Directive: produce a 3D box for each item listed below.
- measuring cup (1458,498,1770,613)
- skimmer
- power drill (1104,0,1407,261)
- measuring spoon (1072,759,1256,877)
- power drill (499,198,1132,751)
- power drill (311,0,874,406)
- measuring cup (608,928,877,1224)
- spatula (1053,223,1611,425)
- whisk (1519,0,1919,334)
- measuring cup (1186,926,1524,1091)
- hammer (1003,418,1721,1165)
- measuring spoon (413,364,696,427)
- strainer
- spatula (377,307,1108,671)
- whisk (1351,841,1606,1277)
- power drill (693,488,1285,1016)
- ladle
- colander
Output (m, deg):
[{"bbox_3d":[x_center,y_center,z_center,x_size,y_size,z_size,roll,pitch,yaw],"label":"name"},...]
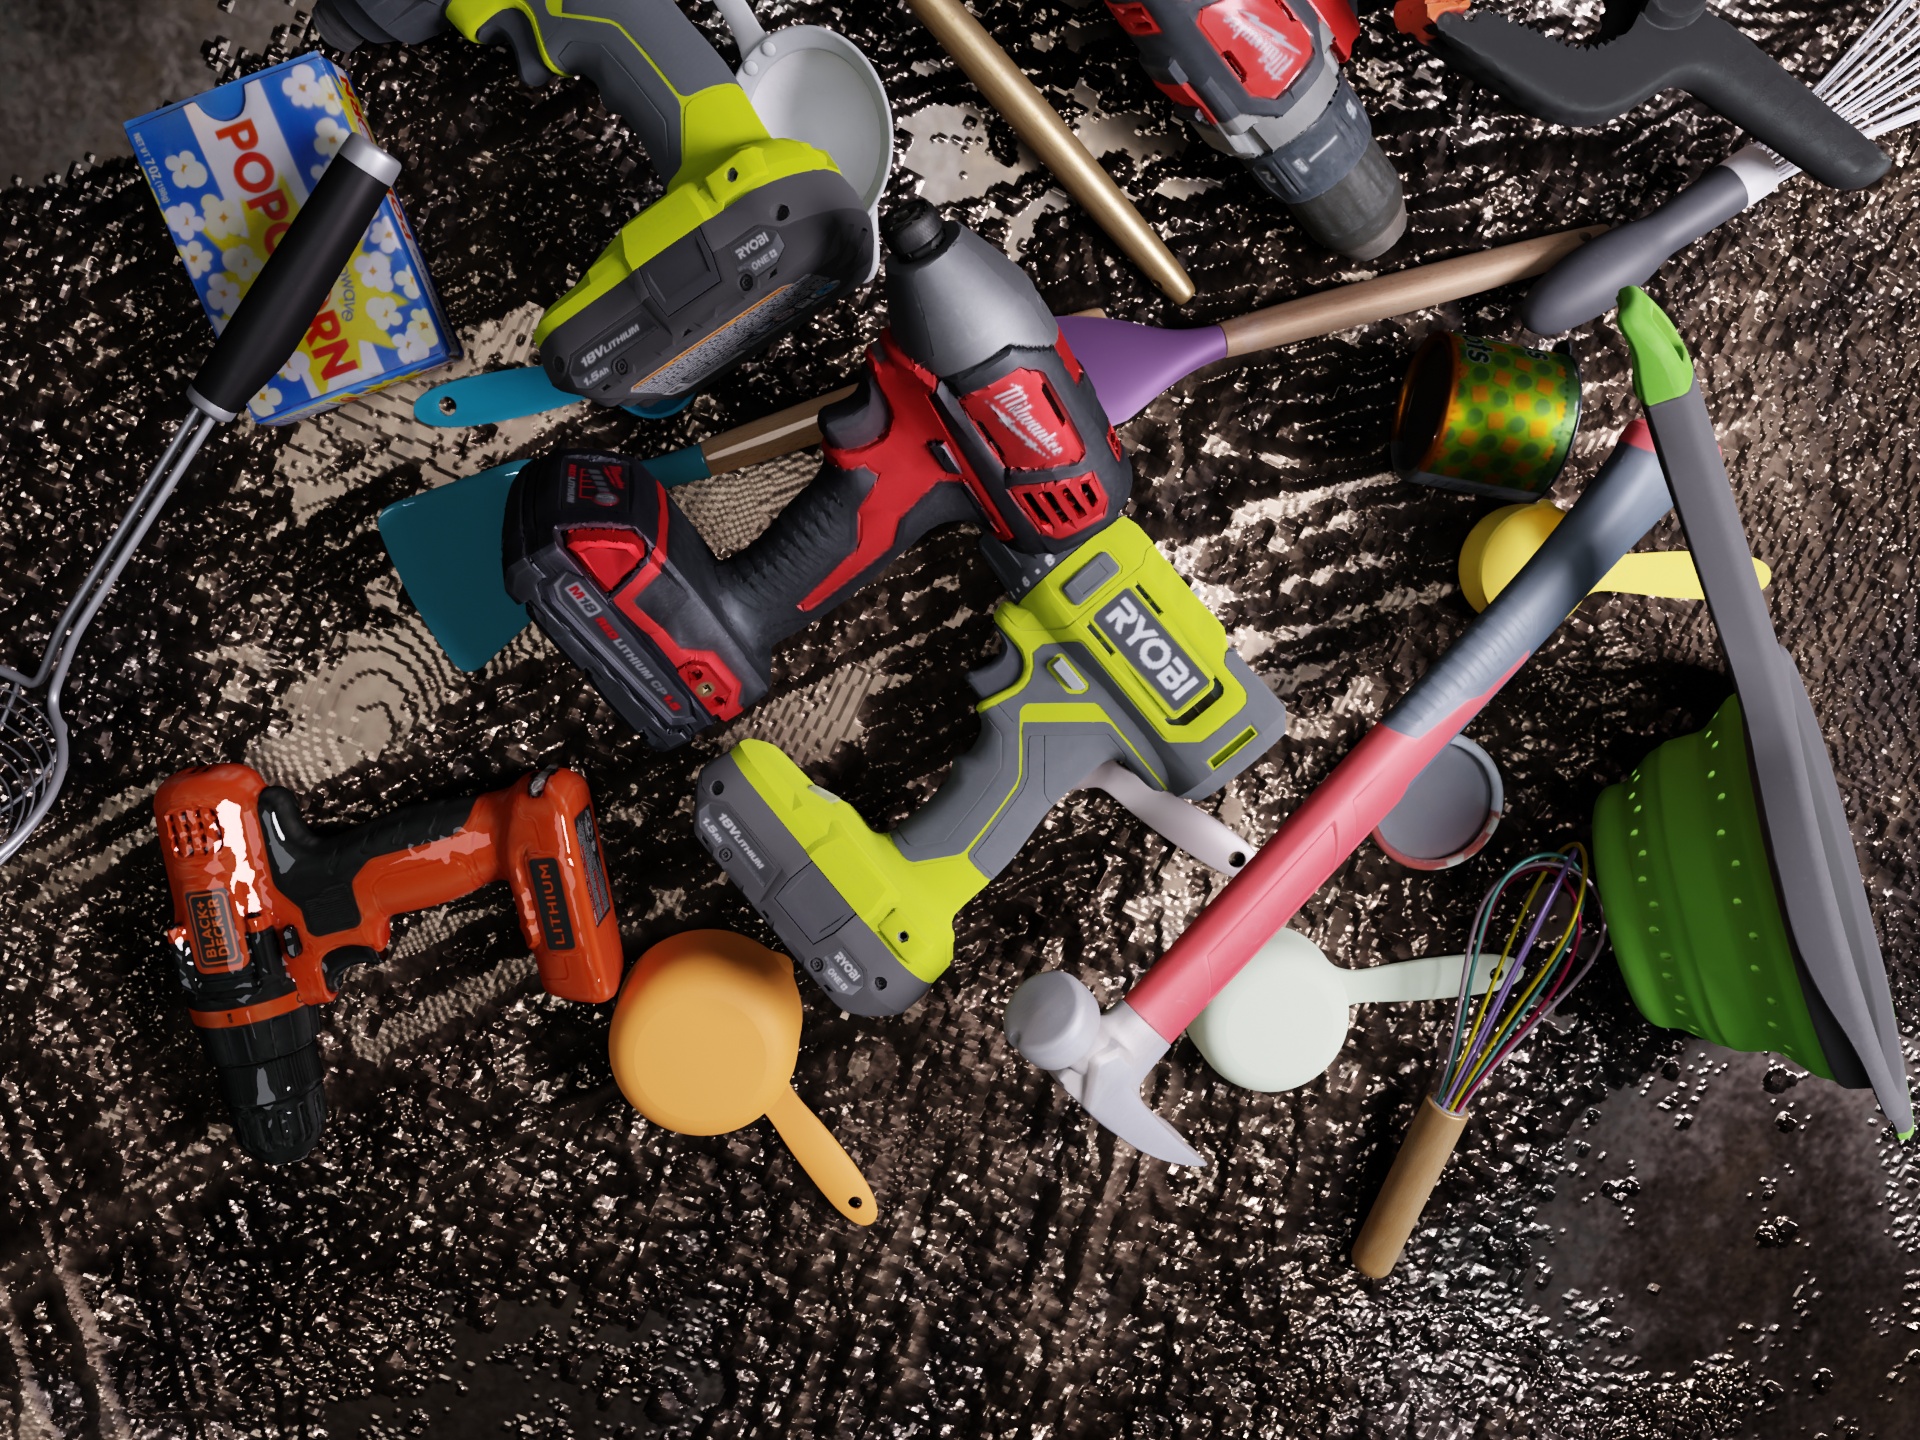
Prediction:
[{"bbox_3d":[0.300,-0.070,0.733,0.156,0.029,0.062,0,102,-16],"label":"measuring cup"},{"bbox_3d":[-0.342,-0.080,0.610,0.127,0.090,0.363,38,97,22],"label":"skimmer"},{"bbox_3d":[0.173,-0.315,0.629,0.226,0.080,0.187,-49,126,5],"label":"power drill"},{"bbox_3d":[0.091,0.041,0.737,0.124,0.018,0.034,33,97,-7],"label":"measuring spoon"},{"bbox_3d":[-0.057,-0.092,0.605,0.219,0.079,0.143,-27,128,10],"label":"power drill"},{"bbox_3d":[-0.146,-0.243,0.619,0.171,0.080,0.223,-28,91,20],"label":"power drill"},{"bbox_3d":[-0.092,0.178,0.735,0.095,0.052,0.173,-36,100,3],"label":"measuring cup"},{"bbox_3d":[0.135,-0.172,0.684,0.316,0.018,0.060,-16,74,-7],"label":"spatula"},{"bbox_3d":[0.362,-0.248,0.674,0.284,0.070,0.070,-34,102,5],"label":"whisk"},{"bbox_3d":[0.190,0.133,0.753,0.167,0.038,0.083,-7,102,-2],"label":"measuring cup"},{"bbox_3d":[0.189,0.026,0.685,0.386,0.038,0.143,-46,132,-3],"label":"hammer"},{"bbox_3d":[-0.173,-0.145,0.687,0.128,0.021,0.042,-8,102,7],"label":"measuring spoon"},{"bbox_3d":[-0.094,-0.296,0.647,0.087,0.050,0.258,-27,98,38],"label":"strainer"},{"bbox_3d":[-0.083,-0.115,0.683,0.317,0.044,0.082,-20,123,-1],"label":"spatula"},{"bbox_3d":[0.237,0.165,0.747,0.051,0.047,0.245,8,112,-27],"label":"whisk"},{"bbox_3d":[-0.001,-0.002,0.690,0.228,0.080,0.190,-40,88,3],"label":"power drill"},{"bbox_3d":[-0.008,-0.285,0.639,0.315,0.069,0.031,43,81,-22],"label":"ladle"},{"bbox_3d":[0.302,0.011,0.669,0.094,0.205,0.396,-15,119,31],"label":"colander"}]
